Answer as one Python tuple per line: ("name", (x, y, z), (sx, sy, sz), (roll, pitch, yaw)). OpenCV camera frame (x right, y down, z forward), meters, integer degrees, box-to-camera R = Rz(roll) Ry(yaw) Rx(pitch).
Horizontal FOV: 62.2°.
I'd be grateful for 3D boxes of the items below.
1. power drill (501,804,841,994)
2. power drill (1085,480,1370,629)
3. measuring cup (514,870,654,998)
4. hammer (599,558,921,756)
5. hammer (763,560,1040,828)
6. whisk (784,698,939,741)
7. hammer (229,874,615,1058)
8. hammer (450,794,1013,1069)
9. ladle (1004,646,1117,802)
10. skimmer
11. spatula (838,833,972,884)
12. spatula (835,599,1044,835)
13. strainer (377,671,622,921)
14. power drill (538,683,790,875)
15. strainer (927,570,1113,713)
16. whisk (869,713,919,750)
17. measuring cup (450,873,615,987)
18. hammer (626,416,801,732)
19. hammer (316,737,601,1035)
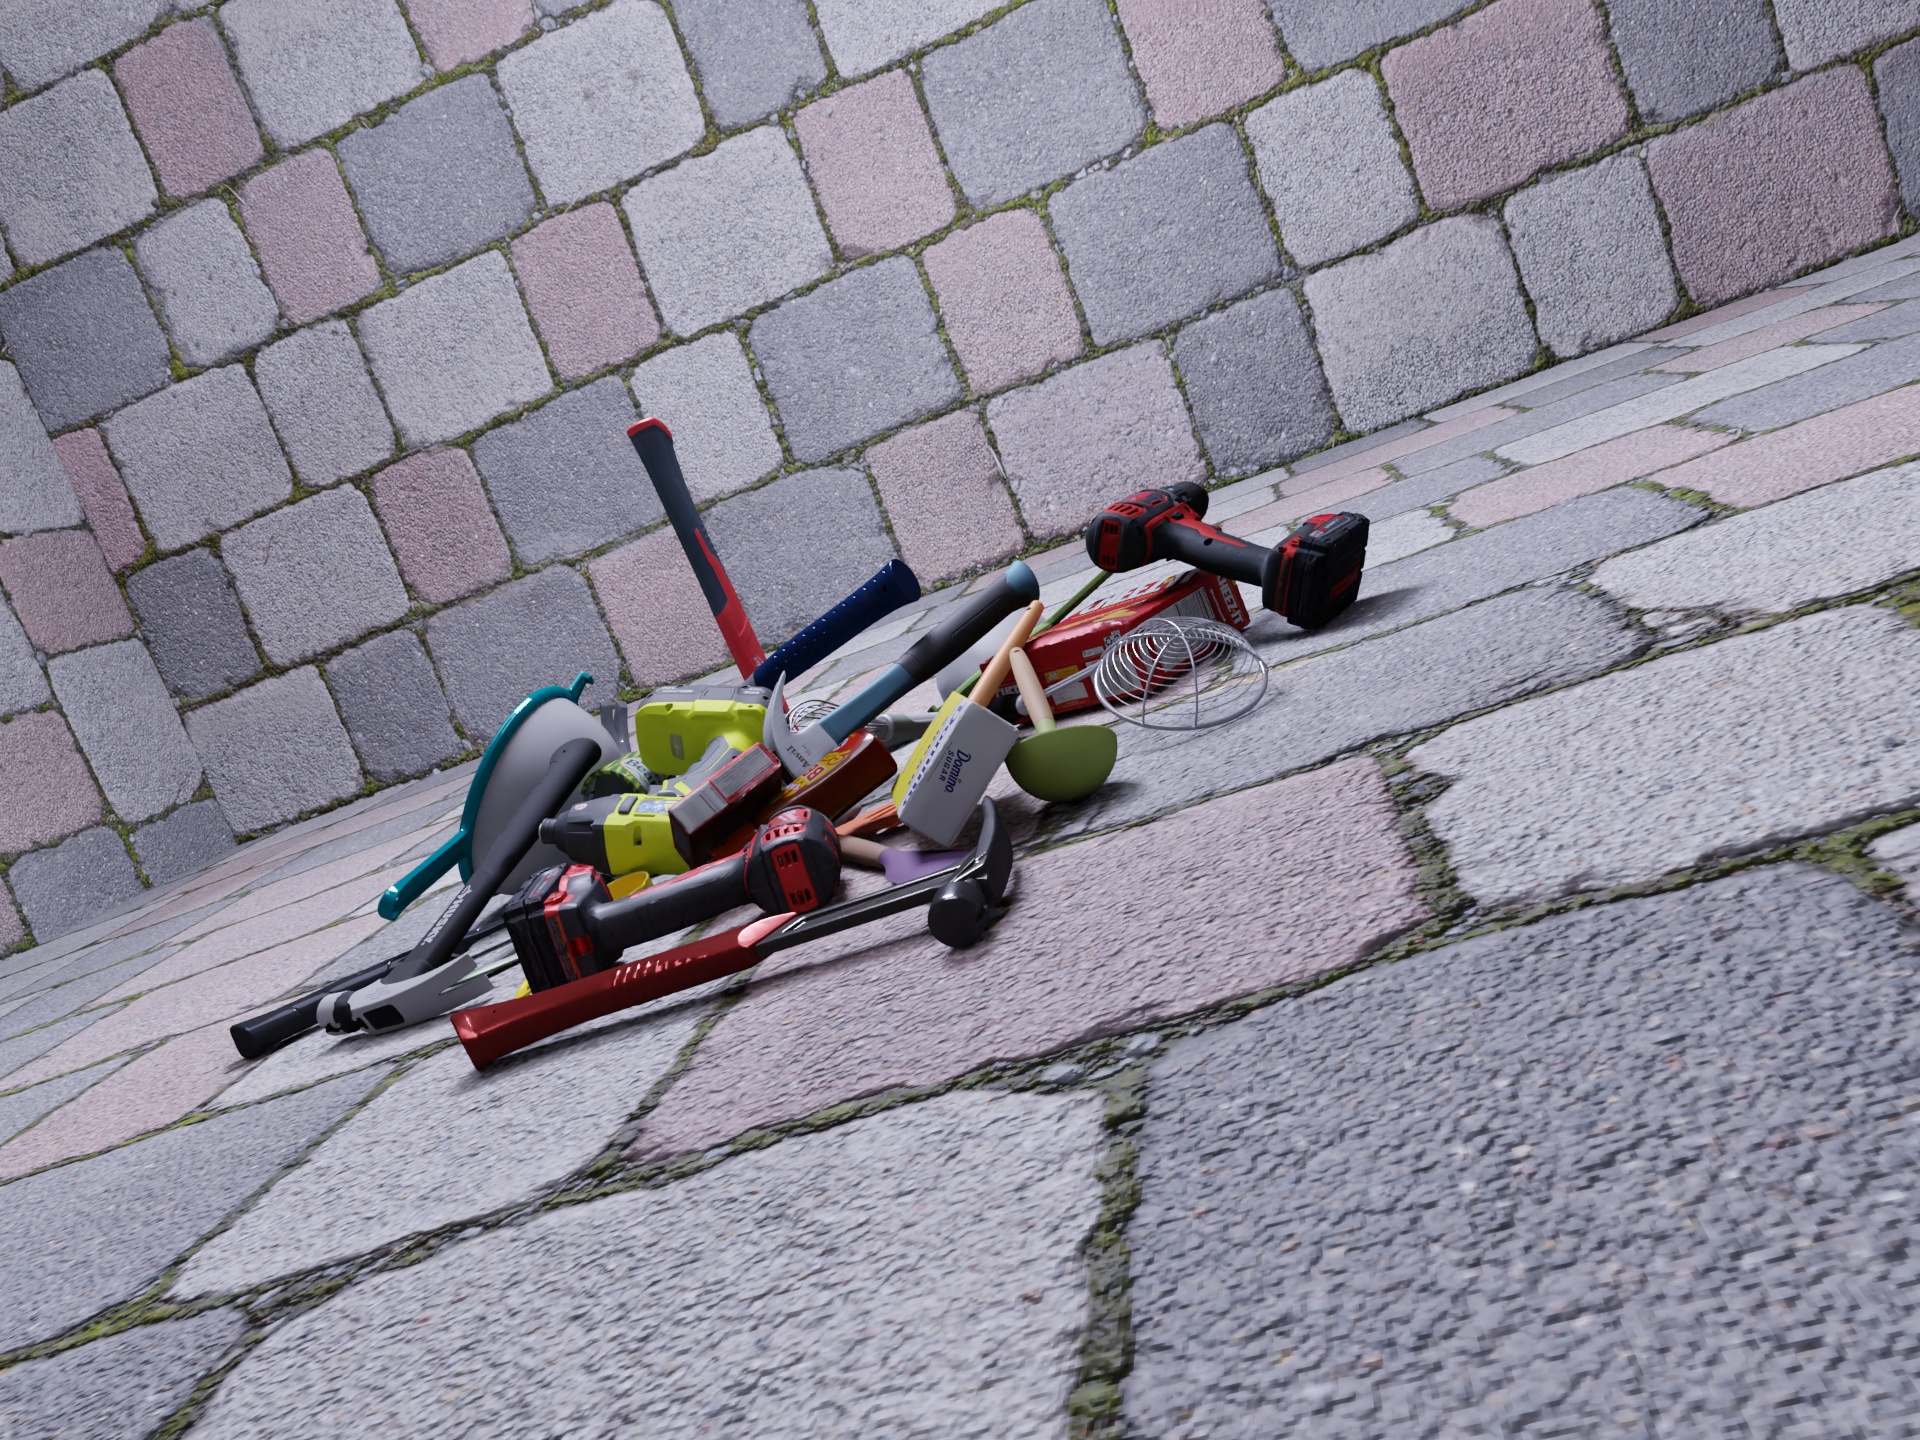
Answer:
("power drill", (-0.186, 0.117, 1.086), (0.219, 0.078, 0.143), (-18, 9, 0))
("power drill", (0.247, -0.163, 1.432), (0.227, 0.080, 0.188), (17, 28, 27))
("measuring cup", (-0.277, 0.166, 1.179), (0.062, 0.029, 0.156), (-15, 22, 32))
("hammer", (-0.196, -0.035, 1.483), (0.405, 0.144, 0.035), (-33, -17, 31))
("hammer", (-0.039, -0.044, 1.365), (0.331, 0.128, 0.033), (-40, -8, -36))
("whisk", (-0.074, 0.006, 1.418), (0.058, 0.059, 0.246), (25, 17, 35))
("hammer", (-0.408, 0.179, 1.343), (0.409, 0.036, 0.149), (-25, 8, -21))
("hammer", (-0.141, 0.136, 0.950), (0.359, 0.036, 0.149), (-19, 15, 14))
("ladle", (0.059, -0.015, 1.193), (0.078, 0.062, 0.320), (-11, 20, -1))
("skimmer", (0.101, -0.004, 1.294), (0.127, 0.090, 0.363), (-36, 5, -32))
("spatula", (-0.057, 0.093, 1.105), (0.060, 0.018, 0.316), (-20, 9, -23))
("spatula", (-0.002, -0.004, 1.312), (0.081, 0.041, 0.323), (-13, 33, 41))
("strainer", (-0.392, 0.103, 1.438), (0.095, 0.211, 0.340), (19, 25, 8))
("power drill", (-0.239, 0.052, 1.332), (0.171, 0.080, 0.223), (2, 27, 8))
("strainer", (0.061, -0.106, 1.585), (0.256, 0.069, 0.151), (-41, -5, 20))
("whisk", (-0.128, 0.035, 1.530), (0.239, 0.055, 0.055), (-22, 8, -33))
("measuring cup", (-0.344, 0.166, 1.252), (0.167, 0.038, 0.083), (-23, 9, -26))
("hammer", (-0.244, -0.114, 1.574), (0.038, 0.386, 0.143), (-22, 6, 34))
("hammer", (-0.375, 0.121, 1.289), (0.146, 0.035, 0.335), (-15, 29, 27))
